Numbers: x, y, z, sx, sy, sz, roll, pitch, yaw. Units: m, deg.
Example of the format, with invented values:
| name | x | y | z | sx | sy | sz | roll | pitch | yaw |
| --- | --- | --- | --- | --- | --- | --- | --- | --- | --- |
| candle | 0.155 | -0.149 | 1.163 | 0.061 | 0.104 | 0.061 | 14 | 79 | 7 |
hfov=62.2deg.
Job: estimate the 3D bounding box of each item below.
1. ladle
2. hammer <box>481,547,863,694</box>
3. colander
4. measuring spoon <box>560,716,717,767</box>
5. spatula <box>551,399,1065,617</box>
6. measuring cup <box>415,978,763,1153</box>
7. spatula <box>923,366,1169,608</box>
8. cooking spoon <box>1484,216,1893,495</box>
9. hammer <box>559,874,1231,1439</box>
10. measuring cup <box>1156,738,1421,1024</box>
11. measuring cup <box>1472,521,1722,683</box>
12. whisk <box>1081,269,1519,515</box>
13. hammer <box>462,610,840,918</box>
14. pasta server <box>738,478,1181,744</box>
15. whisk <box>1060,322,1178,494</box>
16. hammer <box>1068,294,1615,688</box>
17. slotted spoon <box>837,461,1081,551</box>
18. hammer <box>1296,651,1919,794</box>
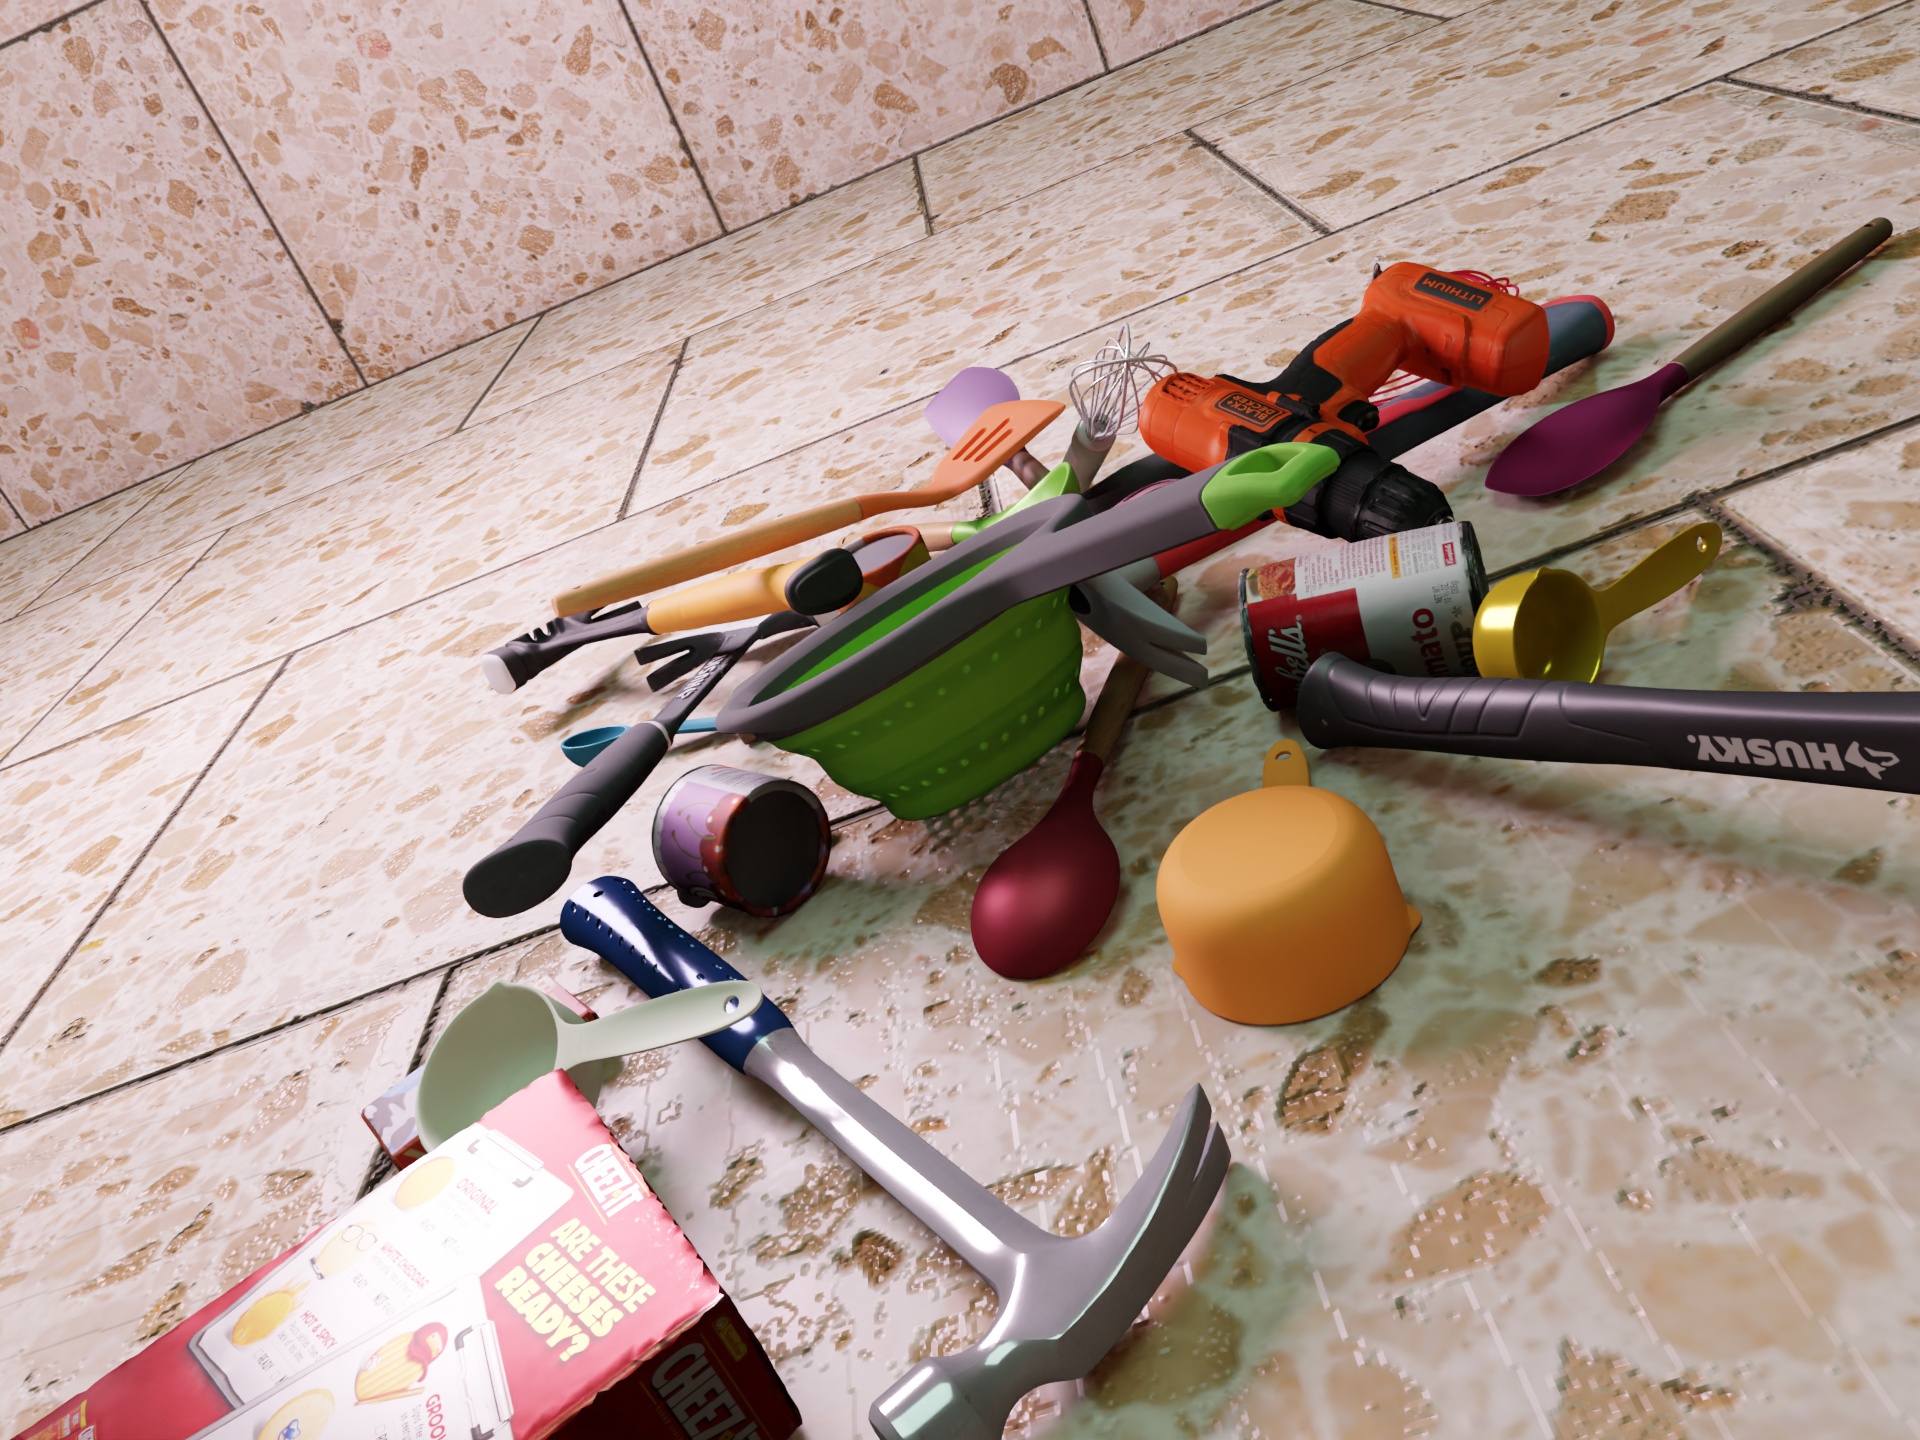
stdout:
| name | x | y | z | sx | sy | sz | roll | pitch | yaw |
| --- | --- | --- | --- | --- | --- | --- | --- | --- | --- |
| ladle | 0.069 | 0.007 | 0.758 | 0.069 | 0.031 | 0.316 | -12 | 27 | 27 |
| hammer | -0.170 | -0.070 | 0.985 | 0.337 | 0.034 | 0.127 | -6 | 24 | 48 |
| colander | 0.033 | -0.028 | 0.691 | 0.204 | 0.094 | 0.397 | -38 | 12 | -29 |
| measuring spoon | -0.180 | 0.014 | 0.963 | 0.128 | 0.021 | 0.042 | -6 | 17 | 15 |
| spatula | -0.084 | -0.123 | 0.914 | 0.322 | 0.041 | 0.081 | -22 | 21 | -25 |
| measuring cup | -0.142 | 0.136 | 0.636 | 0.167 | 0.038 | 0.083 | -19 | 52 | 20 |
| spatula | 0.048 | -0.146 | 0.953 | 0.060 | 0.018 | 0.316 | -44 | 39 | 8 |
| cooking spoon | 0.407 | -0.200 | 0.866 | 0.319 | 0.017 | 0.069 | -34 | 29 | -18 |
| hammer | -0.064 | 0.132 | 0.627 | 0.144 | 0.035 | 0.406 | -36 | 29 | -21 |
| measuring cup | 0.122 | 0.040 | 0.621 | 0.095 | 0.052 | 0.174 | -14 | 30 | 19 |
| measuring cup | 0.275 | -0.053 | 0.683 | 0.156 | 0.062 | 0.029 | -27 | 15 | -30 |
| whisk | 0.206 | -0.195 | 0.984 | 0.296 | 0.073 | 0.073 | -27 | 26 | 10 |
| hammer | -0.166 | 0.003 | 0.862 | 0.149 | 0.036 | 0.409 | -18 | 16 | 15 |
| pasta server | 0.013 | -0.061 | 0.930 | 0.316 | 0.040 | 0.060 | -29 | 27 | -1 |
| whisk | 0.081 | -0.174 | 0.946 | 0.059 | 0.058 | 0.246 | -5 | -7 | -4 |
| hammer | 0.223 | -0.140 | 0.857 | 0.386 | 0.038 | 0.143 | -28 | 44 | -20 |
| slotted spoon | -0.010 | -0.117 | 0.993 | 0.314 | 0.031 | 0.070 | 6 | 69 | 62 |
| hammer | 0.234 | 0.007 | 0.549 | 0.035 | 0.146 | 0.335 | -35 | 17 | -22 |
